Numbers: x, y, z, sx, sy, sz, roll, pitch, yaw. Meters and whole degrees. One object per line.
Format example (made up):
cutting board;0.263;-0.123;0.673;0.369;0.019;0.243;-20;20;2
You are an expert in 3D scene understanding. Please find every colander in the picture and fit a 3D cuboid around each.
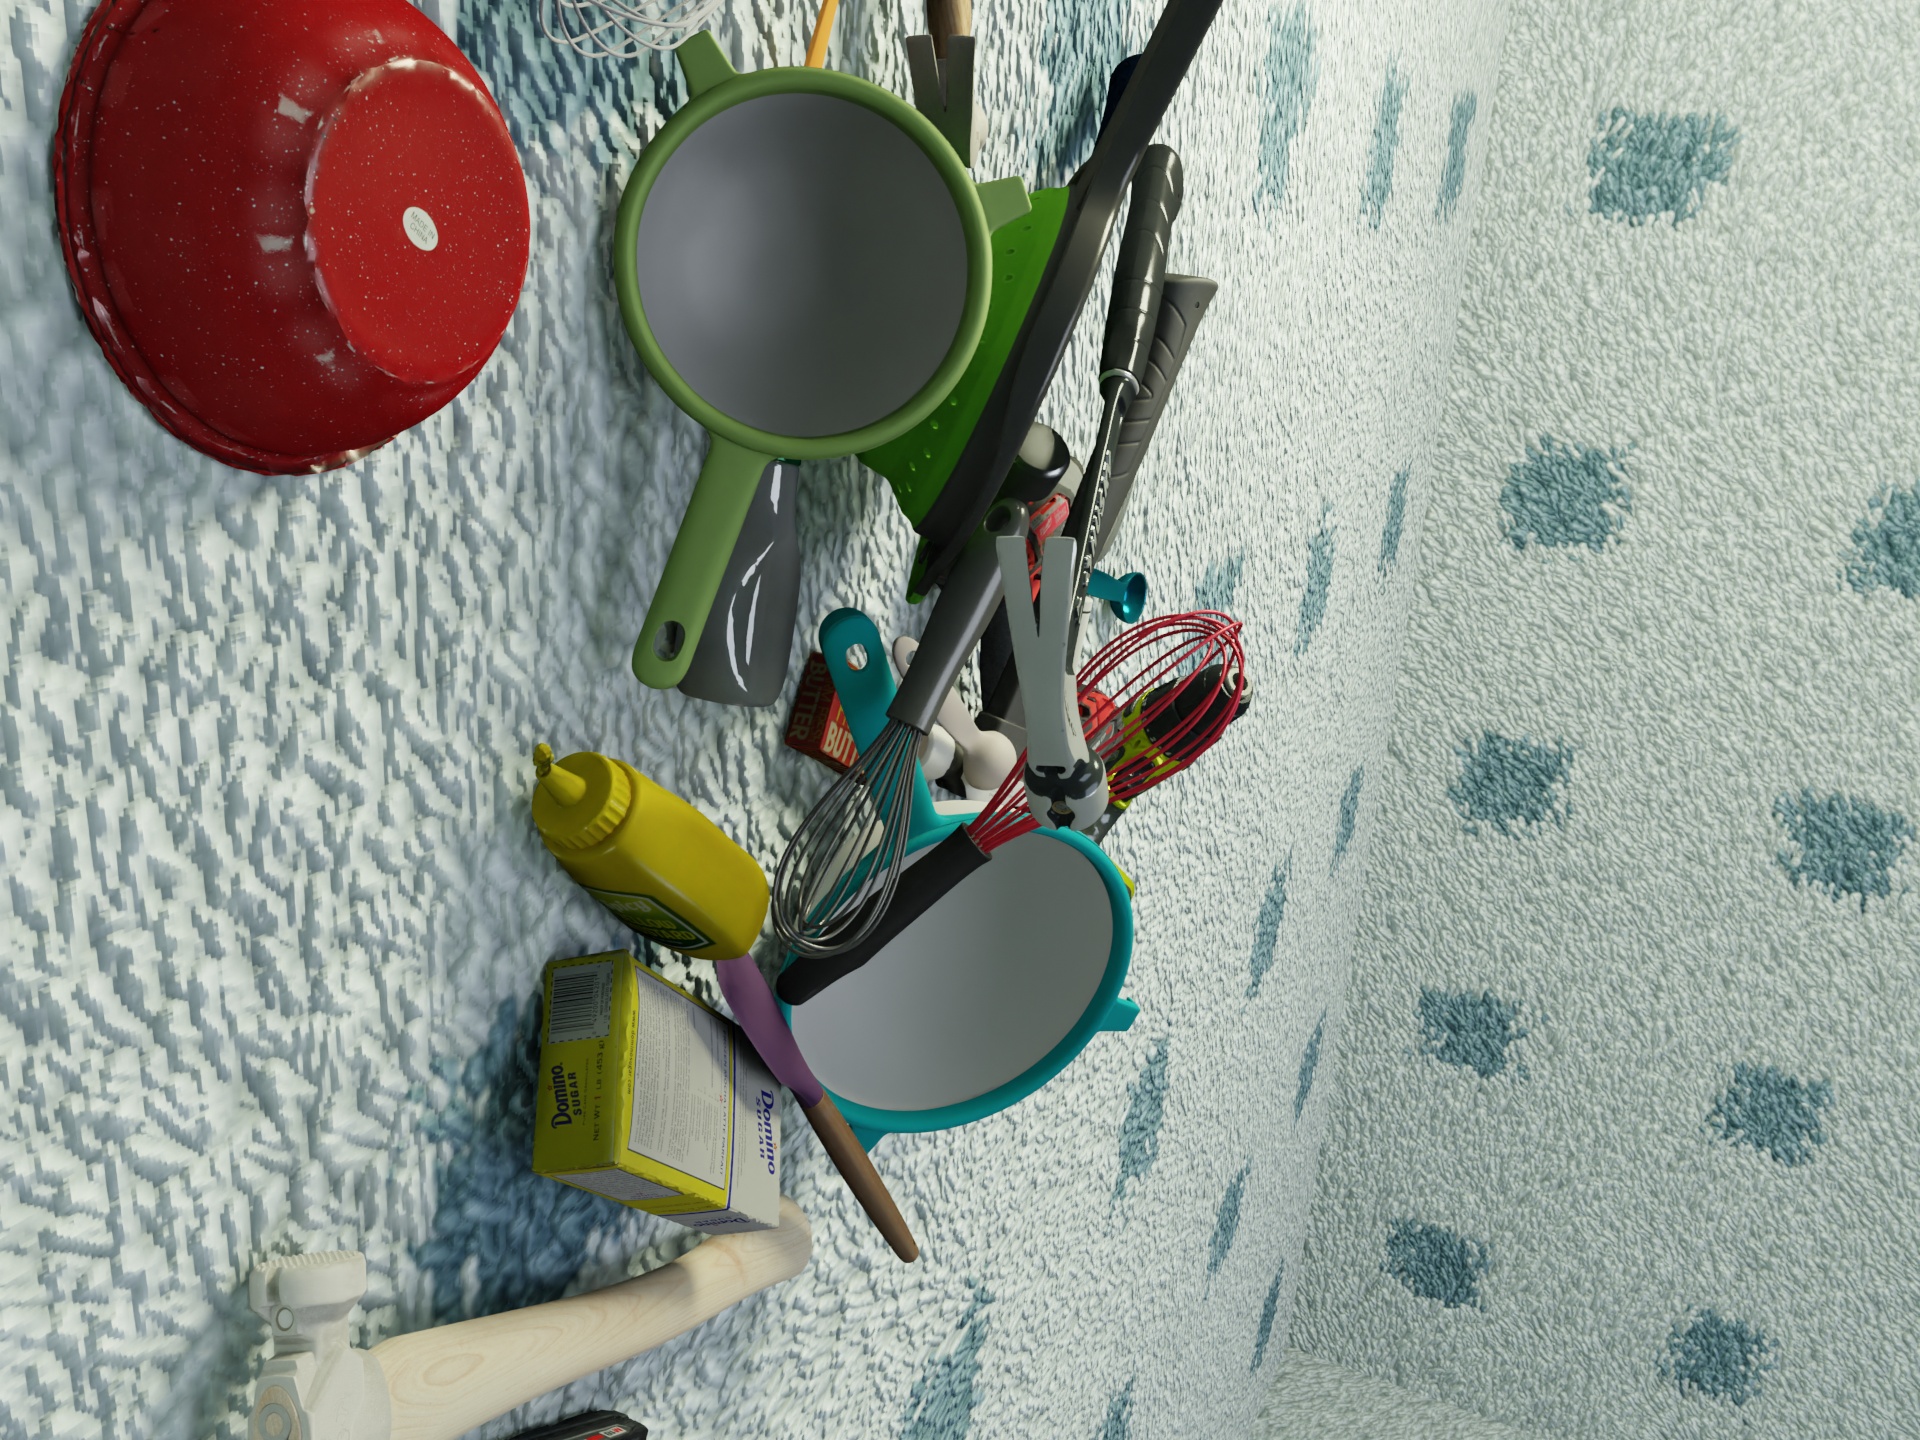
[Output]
colander;0.023;-0.241;0.711;0.205;0.094;0.397;-80;-164;-56

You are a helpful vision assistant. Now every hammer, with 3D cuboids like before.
hammer;0.072;-0.153;0.763;0.149;0.036;0.409;77;21;-49
hammer;-0.010;-0.426;0.728;0.130;0.031;0.331;-82;170;-67
hammer;0.061;-0.248;0.923;0.144;0.035;0.406;127;-16;-55
hammer;-0.162;0.285;0.721;0.410;0.038;0.146;23;60;-70
hammer;0.076;-0.106;0.932;0.146;0.035;0.335;22;90;-47

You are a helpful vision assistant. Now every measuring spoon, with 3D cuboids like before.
measuring spoon;0.108;-0.103;1.229;0.128;0.021;0.042;11;92;-58
measuring spoon;-0.001;-0.003;0.861;0.034;0.018;0.124;-51;132;-16
measuring spoon;-0.058;-0.288;0.686;0.021;0.011;0.116;-62;179;-47

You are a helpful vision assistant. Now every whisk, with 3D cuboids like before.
whisk;-0.022;0.001;0.745;0.239;0.055;0.055;-65;155;-8
whisk;-0.082;-0.309;0.624;0.285;0.070;0.070;-53;148;-53
whisk;0.023;0.047;0.783;0.296;0.073;0.073;-39;157;8

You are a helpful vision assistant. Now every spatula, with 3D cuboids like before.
spatula;-0.071;0.209;0.840;0.060;0.018;0.315;-104;175;-47

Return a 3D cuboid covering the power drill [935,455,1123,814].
power drill;0.045;-0.059;1.018;0.143;0.078;0.219;-47;139;-44

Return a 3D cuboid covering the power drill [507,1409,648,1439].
power drill;-0.113;0.386;0.683;0.187;0.227;0.080;32;72;-66

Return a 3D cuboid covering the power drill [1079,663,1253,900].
power drill;0.107;0.060;1.120;0.190;0.080;0.229;-37;-168;51

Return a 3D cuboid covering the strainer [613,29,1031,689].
strainer;-0.086;-0.137;0.665;0.069;0.151;0.256;-128;-121;-72

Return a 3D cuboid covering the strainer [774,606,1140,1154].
strainer;-0.030;0.072;0.867;0.211;0.095;0.340;-23;123;-11

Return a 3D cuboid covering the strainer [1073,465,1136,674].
strainer;0.085;-0.092;1.143;0.087;0.050;0.258;-109;-151;-72
